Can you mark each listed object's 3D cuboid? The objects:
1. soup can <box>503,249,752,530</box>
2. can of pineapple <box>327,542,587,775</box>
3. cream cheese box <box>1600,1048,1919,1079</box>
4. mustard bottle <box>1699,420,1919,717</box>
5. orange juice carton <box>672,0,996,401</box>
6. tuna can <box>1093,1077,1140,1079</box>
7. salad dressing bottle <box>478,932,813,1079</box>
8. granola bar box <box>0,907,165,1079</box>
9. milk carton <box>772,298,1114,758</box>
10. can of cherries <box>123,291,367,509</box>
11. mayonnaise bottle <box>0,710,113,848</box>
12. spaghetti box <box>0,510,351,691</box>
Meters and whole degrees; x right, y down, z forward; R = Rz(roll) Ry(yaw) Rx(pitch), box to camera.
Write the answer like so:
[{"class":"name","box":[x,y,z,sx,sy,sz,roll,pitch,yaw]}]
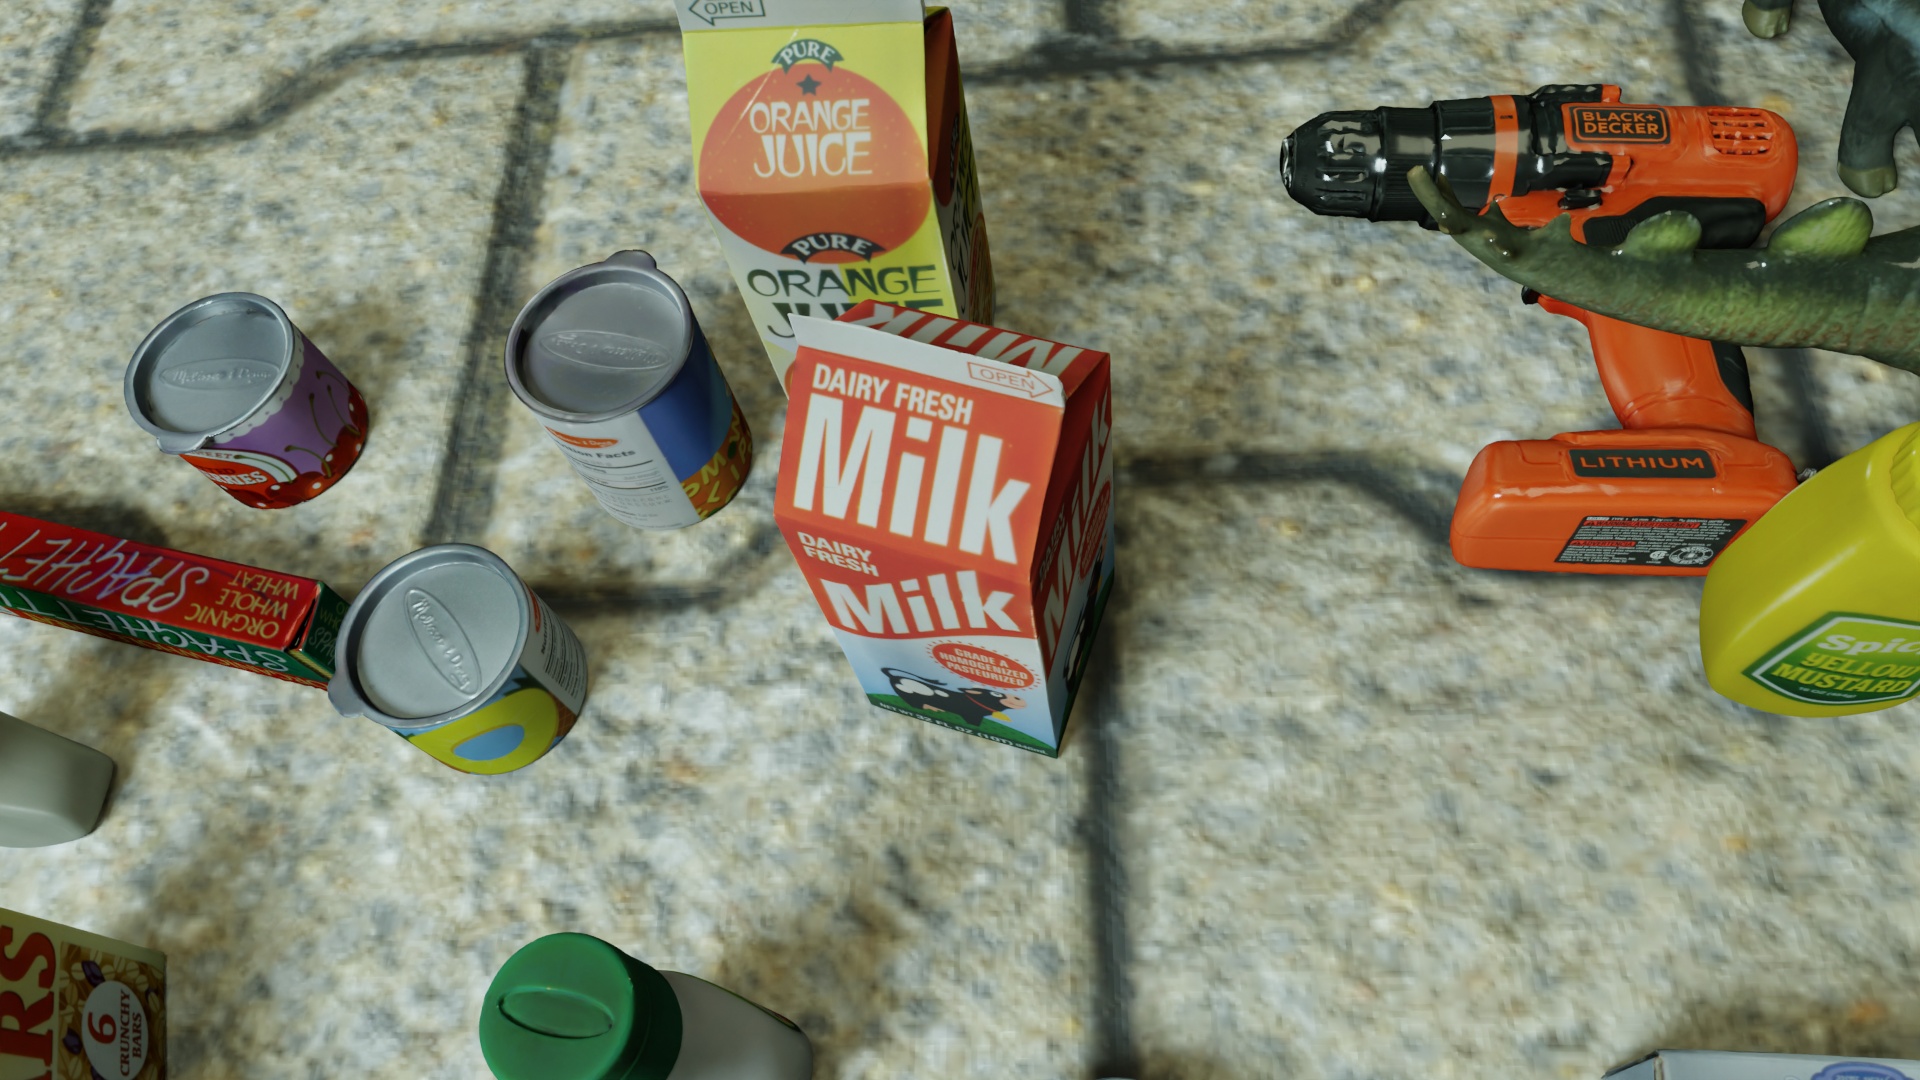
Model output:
[{"class":"soup can","box":[-0.117,-0.053,0.507,0.071,0.083,0.071,-3,63,6]},{"class":"can of pineapple","box":[-0.172,0.043,0.481,0.071,0.057,0.071,-3,63,6]},{"class":"cream cheese box","box":[0.234,0.155,0.374,0.104,0.053,0.024,0,64,8]},{"class":"mustard bottle","box":[0.261,0.004,0.386,0.065,0.159,0.049,6,65,11]},{"class":"orange juice carton","box":[-0.034,-0.110,0.464,0.072,0.192,0.073,0,64,8]},{"class":"tuna can","box":[0.044,0.187,0.394,0.071,0.032,0.071,-3,63,6]},{"class":"salad dressing bottle","box":[-0.080,0.137,0.372,0.064,0.147,0.044,8,65,11]},{"class":"granola bar box","box":[-0.275,0.190,0.384,0.039,0.123,0.166,-17,63,-1]},{"class":"milk carton","box":[0.001,-0.005,0.408,0.072,0.189,0.074,14,67,14]},{"class":"can of cherries","box":[-0.278,-0.051,0.542,0.071,0.058,0.072,-3,63,6]},{"class":"mayonnaise bottle","box":[-0.347,0.062,0.444,0.065,0.147,0.041,2,64,8]},{"class":"spaghetti box","box":[-0.337,0.015,0.522,0.250,0.050,0.029,11,66,13]}]
